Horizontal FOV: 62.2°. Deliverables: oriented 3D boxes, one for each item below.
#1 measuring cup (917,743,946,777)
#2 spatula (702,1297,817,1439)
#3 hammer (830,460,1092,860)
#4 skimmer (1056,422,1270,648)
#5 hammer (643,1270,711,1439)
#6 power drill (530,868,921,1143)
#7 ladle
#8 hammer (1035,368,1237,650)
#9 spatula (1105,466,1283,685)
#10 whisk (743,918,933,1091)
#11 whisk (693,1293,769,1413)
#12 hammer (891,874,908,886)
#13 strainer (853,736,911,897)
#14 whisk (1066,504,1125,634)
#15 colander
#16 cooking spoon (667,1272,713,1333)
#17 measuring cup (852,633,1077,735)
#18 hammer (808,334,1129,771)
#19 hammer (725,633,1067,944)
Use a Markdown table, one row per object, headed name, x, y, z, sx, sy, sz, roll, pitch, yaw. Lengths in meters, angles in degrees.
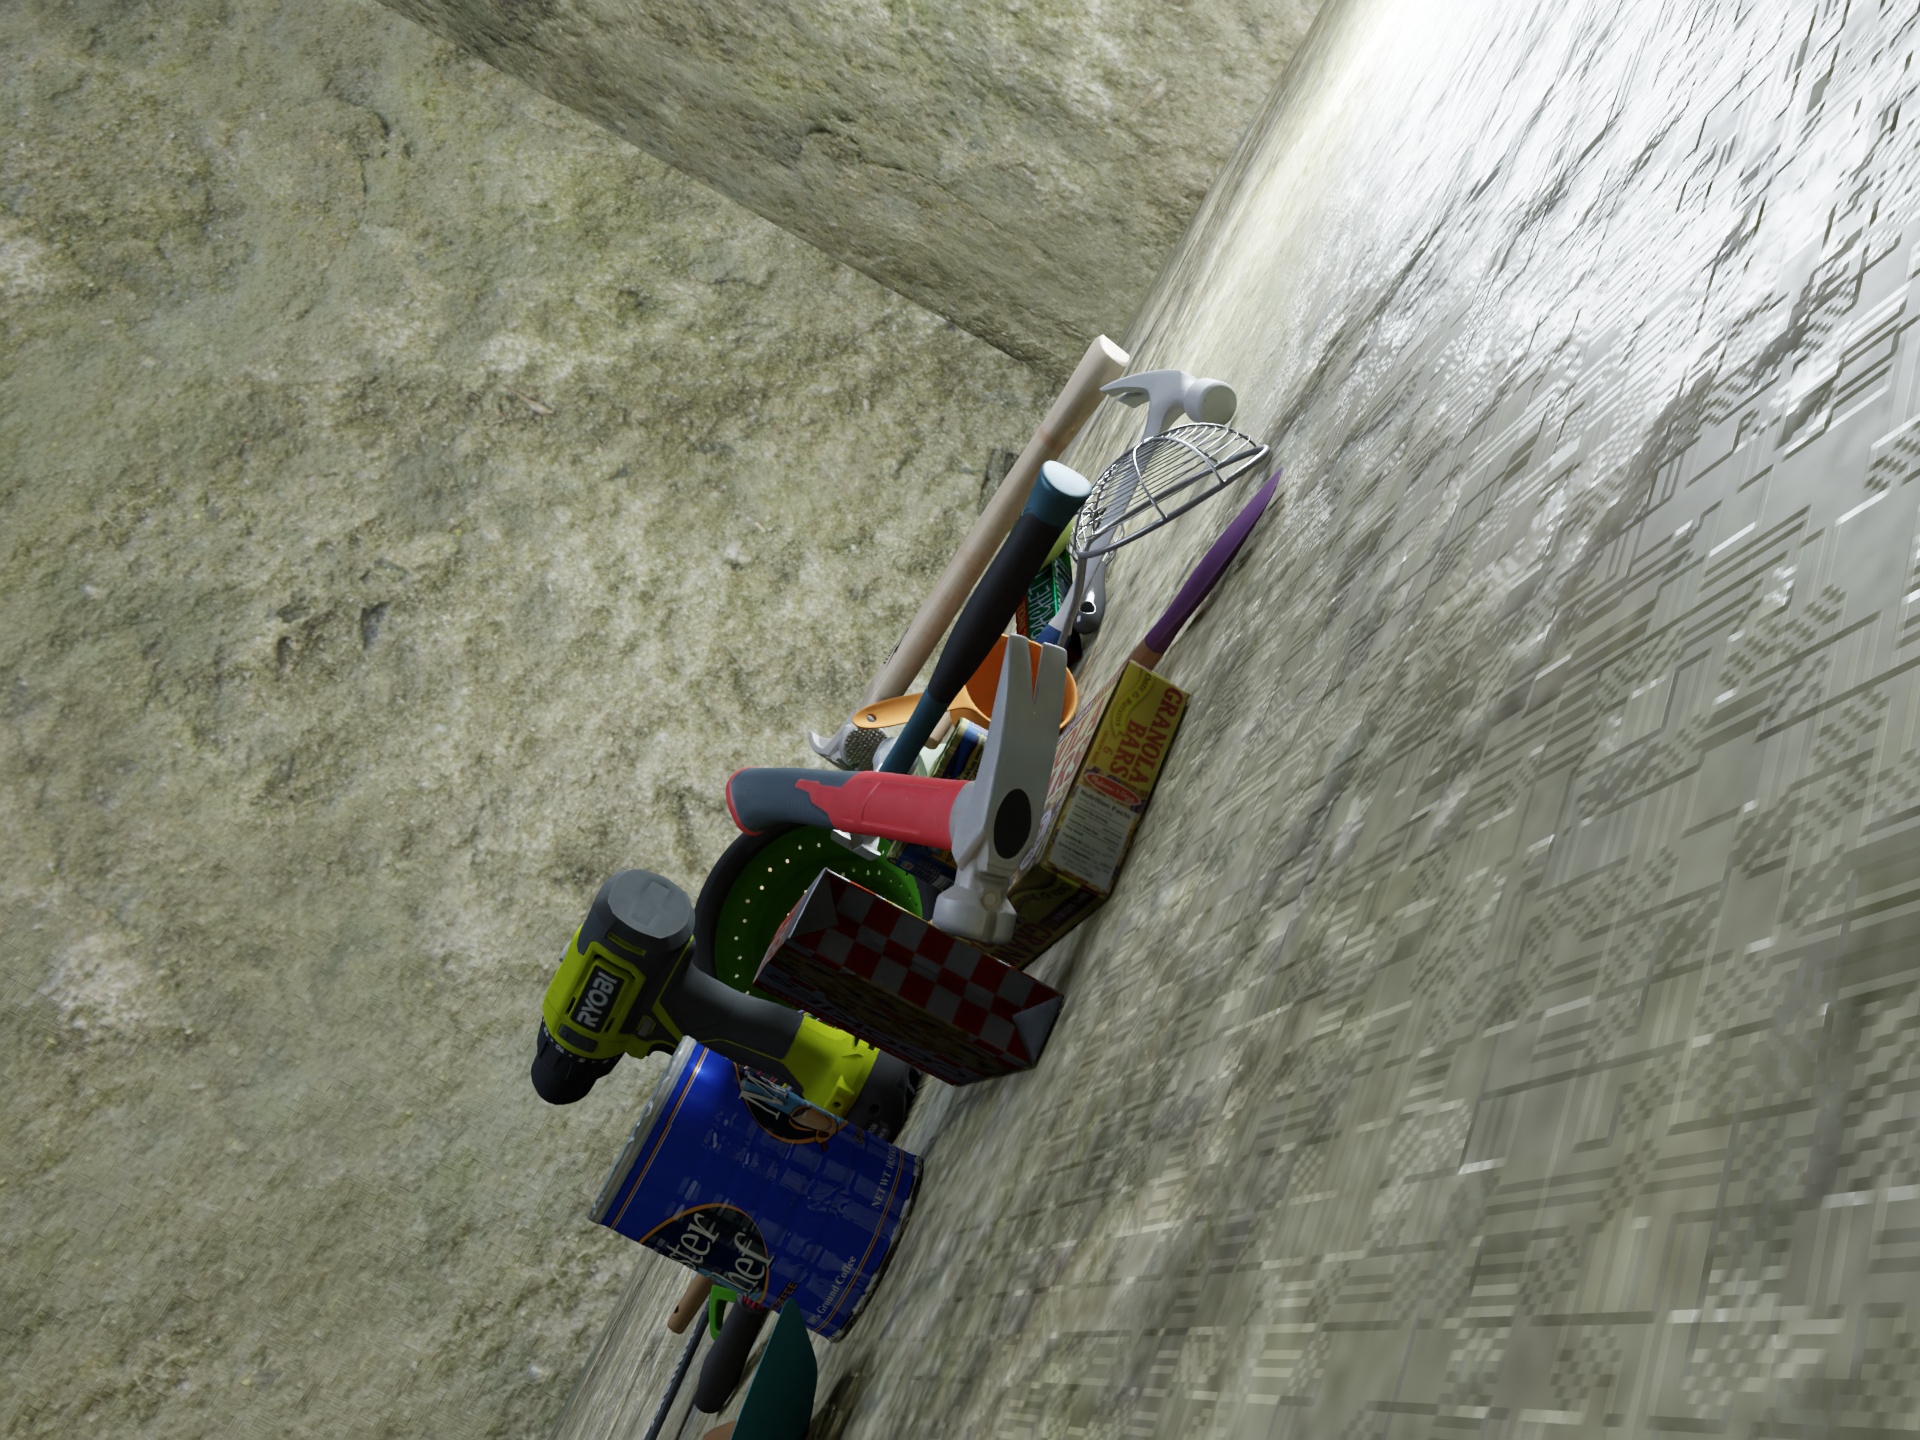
| name | x | y | z | sx | sy | sz | roll | pitch | yaw |
| --- | --- | --- | --- | --- | --- | --- | --- | --- | --- |
| measuring cup | -0.012 | 0.079 | 1.482 | 0.167 | 0.038 | 0.083 | 86 | 167 | -62 |
| spatula | -0.114 | 0.362 | 0.818 | 0.317 | 0.044 | 0.082 | 123 | 170 | -59 |
| hammer | -0.005 | -0.030 | 0.946 | 0.330 | 0.033 | 0.128 | -58 | 4 | 45 |
| skimmer | 0.086 | -0.024 | 1.010 | 0.127 | 0.090 | 0.363 | -46 | -22 | -58 |
| hammer | -0.233 | 0.545 | 1.144 | 0.149 | 0.036 | 0.409 | -56 | 7 | 46 |
| power drill | -0.154 | 0.213 | 0.997 | 0.190 | 0.228 | 0.080 | -59 | 5 | 34 |
| ladle | 0.022 | -0.090 | 1.276 | 0.320 | 0.062 | 0.078 | -61 | -2 | -44 |
| hammer | 0.079 | -0.081 | 1.226 | 0.405 | 0.035 | 0.144 | -65 | 29 | 7 |
| spatula | 0.102 | -0.030 | 0.934 | 0.315 | 0.018 | 0.060 | -57 | 2 | 42 |
| whisk | -0.077 | 0.196 | 1.063 | 0.245 | 0.051 | 0.047 | -39 | 19 | 11 |
| whisk | -0.121 | 0.342 | 0.972 | 0.073 | 0.073 | 0.295 | -67 | 1 | -55 |
| hammer | 0.014 | 0.028 | 1.360 | 0.331 | 0.031 | 0.130 | -57 | -2 | -43 |
| strainer | -0.054 | 0.102 | 1.373 | 0.256 | 0.069 | 0.152 | 105 | 167 | -48 |
| whisk | 0.109 | -0.129 | 1.345 | 0.055 | 0.055 | 0.239 | -60 | 8 | 28 |
| colander | -0.106 | 0.243 | 1.150 | 0.094 | 0.204 | 0.397 | 41 | -123 | -60 |
| cooking spoon | -0.124 | 0.315 | 1.192 | 0.319 | 0.017 | 0.069 | -56 | 30 | -11 |
| measuring cup | -0.002 | -0.004 | 1.136 | 0.095 | 0.173 | 0.052 | 65 | 153 | 26 |
| hammer | 0.010 | -0.136 | 1.284 | 0.411 | 0.038 | 0.146 | -57 | 16 | -8 |
| hammer | -0.055 | 0.031 | 0.897 | 0.386 | 0.038 | 0.143 | 0 | 77 | 65 |
